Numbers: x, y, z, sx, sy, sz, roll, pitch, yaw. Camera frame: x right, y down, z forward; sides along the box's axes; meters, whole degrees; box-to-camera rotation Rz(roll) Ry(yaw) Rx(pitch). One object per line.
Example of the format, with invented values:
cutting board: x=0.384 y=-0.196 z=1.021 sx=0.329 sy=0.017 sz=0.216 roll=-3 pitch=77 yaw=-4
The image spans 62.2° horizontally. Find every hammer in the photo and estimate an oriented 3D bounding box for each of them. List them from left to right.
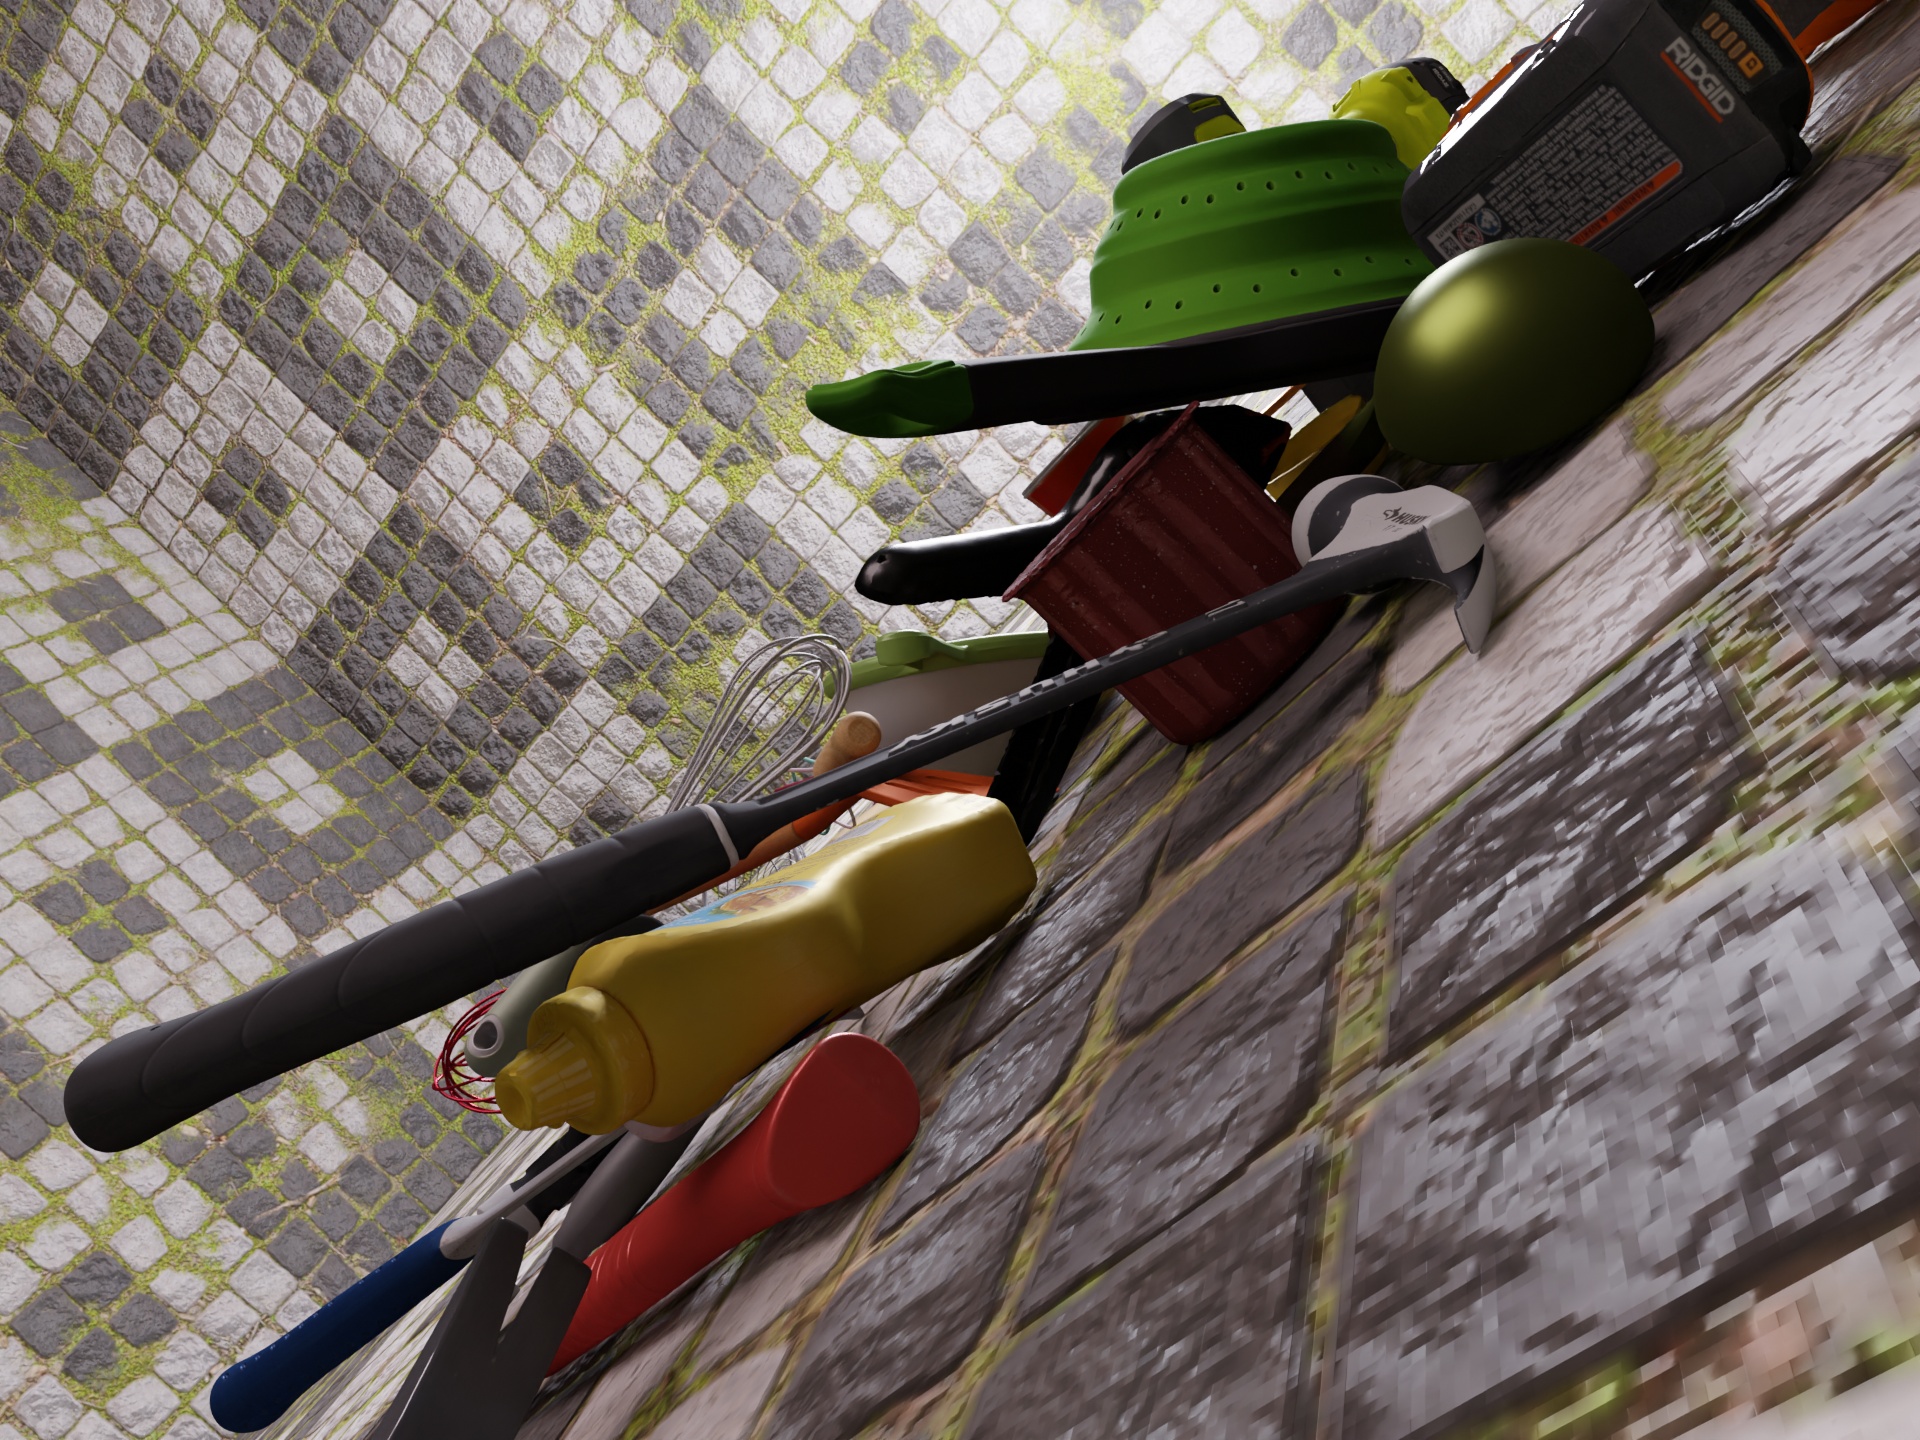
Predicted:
hammer: x=-0.235 y=0.259 z=0.542 sx=0.386 sy=0.038 sz=0.143 roll=-33 pitch=25 yaw=51
hammer: x=-0.200 y=0.214 z=0.675 sx=0.405 sy=0.035 sz=0.144 roll=-38 pitch=-8 yaw=29
hammer: x=-0.123 y=0.192 z=0.536 sx=0.359 sy=0.036 sz=0.149 roll=-44 pitch=4 yaw=37
hammer: x=-0.166 y=0.166 z=0.764 sx=0.146 sy=0.035 sz=0.334 roll=-39 pitch=-12 yaw=-30
hammer: x=-0.050 y=0.027 z=0.429 sx=0.409 sy=0.036 sz=0.149 roll=-23 pitch=9 yaw=2

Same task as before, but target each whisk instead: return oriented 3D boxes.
whisk: x=-0.133 y=0.059 z=0.702 sx=0.246 sy=0.058 sz=0.059 roll=-50 pitch=-32 yaw=-3
whisk: x=-0.173 y=0.152 z=0.922 sx=0.296 sy=0.073 sz=0.073 roll=-25 pitch=4 yaw=2
whisk: x=-0.108 y=0.158 z=0.738 sx=0.239 sy=0.055 sz=0.055 roll=-50 pitch=3 yaw=-2
whisk: x=-0.067 y=0.027 z=0.831 sx=0.047 sy=0.051 sz=0.245 roll=-8 pitch=-10 yaw=-13

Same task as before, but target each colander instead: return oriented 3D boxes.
colander: x=0.075 y=-0.163 z=0.573 sx=0.204 sy=0.094 sz=0.397 roll=-4 pitch=11 yaw=36

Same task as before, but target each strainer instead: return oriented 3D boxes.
strainer: x=-0.001 y=-0.002 z=0.776 sx=0.151 sy=0.069 sz=0.256 roll=-9 pitch=-3 yaw=9

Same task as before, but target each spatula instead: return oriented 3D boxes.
spatula: x=-0.089 y=0.068 z=0.787 sx=0.081 sy=0.041 sz=0.322 roll=-7 pitch=-14 yaw=-45

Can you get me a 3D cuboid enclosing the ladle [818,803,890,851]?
ladle: x=-0.082 y=0.085 z=0.890 sx=0.069 sy=0.031 sz=0.315 roll=-23 pitch=5 yaw=18

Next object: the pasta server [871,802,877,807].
pasta server: x=0.033 y=0.004 z=0.996 sx=0.316 sy=0.040 sz=0.060 roll=-38 pitch=7 yaw=40

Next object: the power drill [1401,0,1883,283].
power drill: x=0.264 y=-0.236 z=0.519 sx=0.226 sy=0.084 sz=0.164 roll=-43 pitch=3 yaw=-20

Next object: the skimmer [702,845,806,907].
skimmer: x=-0.154 y=0.141 z=1.099 sx=0.363 sy=0.090 sz=0.127 roll=-113 pitch=34 yaw=-84

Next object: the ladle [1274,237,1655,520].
ladle: x=0.147 y=-0.085 z=0.580 sx=0.078 sy=0.062 sz=0.320 roll=-44 pitch=-4 yaw=-10

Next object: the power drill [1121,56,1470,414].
power drill: x=0.217 y=-0.269 z=0.878 sx=0.228 sy=0.190 sz=0.080 roll=-31 pitch=-7 yaw=-35

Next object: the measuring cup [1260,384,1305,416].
measuring cup: x=0.133 y=-0.102 z=0.791 sx=0.173 sy=0.052 sz=0.095 roll=-44 pitch=3 yaw=4

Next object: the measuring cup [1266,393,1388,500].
measuring cup: x=0.181 y=-0.116 z=0.655 sx=0.062 sy=0.029 sz=0.156 roll=-47 pitch=15 yaw=-18
